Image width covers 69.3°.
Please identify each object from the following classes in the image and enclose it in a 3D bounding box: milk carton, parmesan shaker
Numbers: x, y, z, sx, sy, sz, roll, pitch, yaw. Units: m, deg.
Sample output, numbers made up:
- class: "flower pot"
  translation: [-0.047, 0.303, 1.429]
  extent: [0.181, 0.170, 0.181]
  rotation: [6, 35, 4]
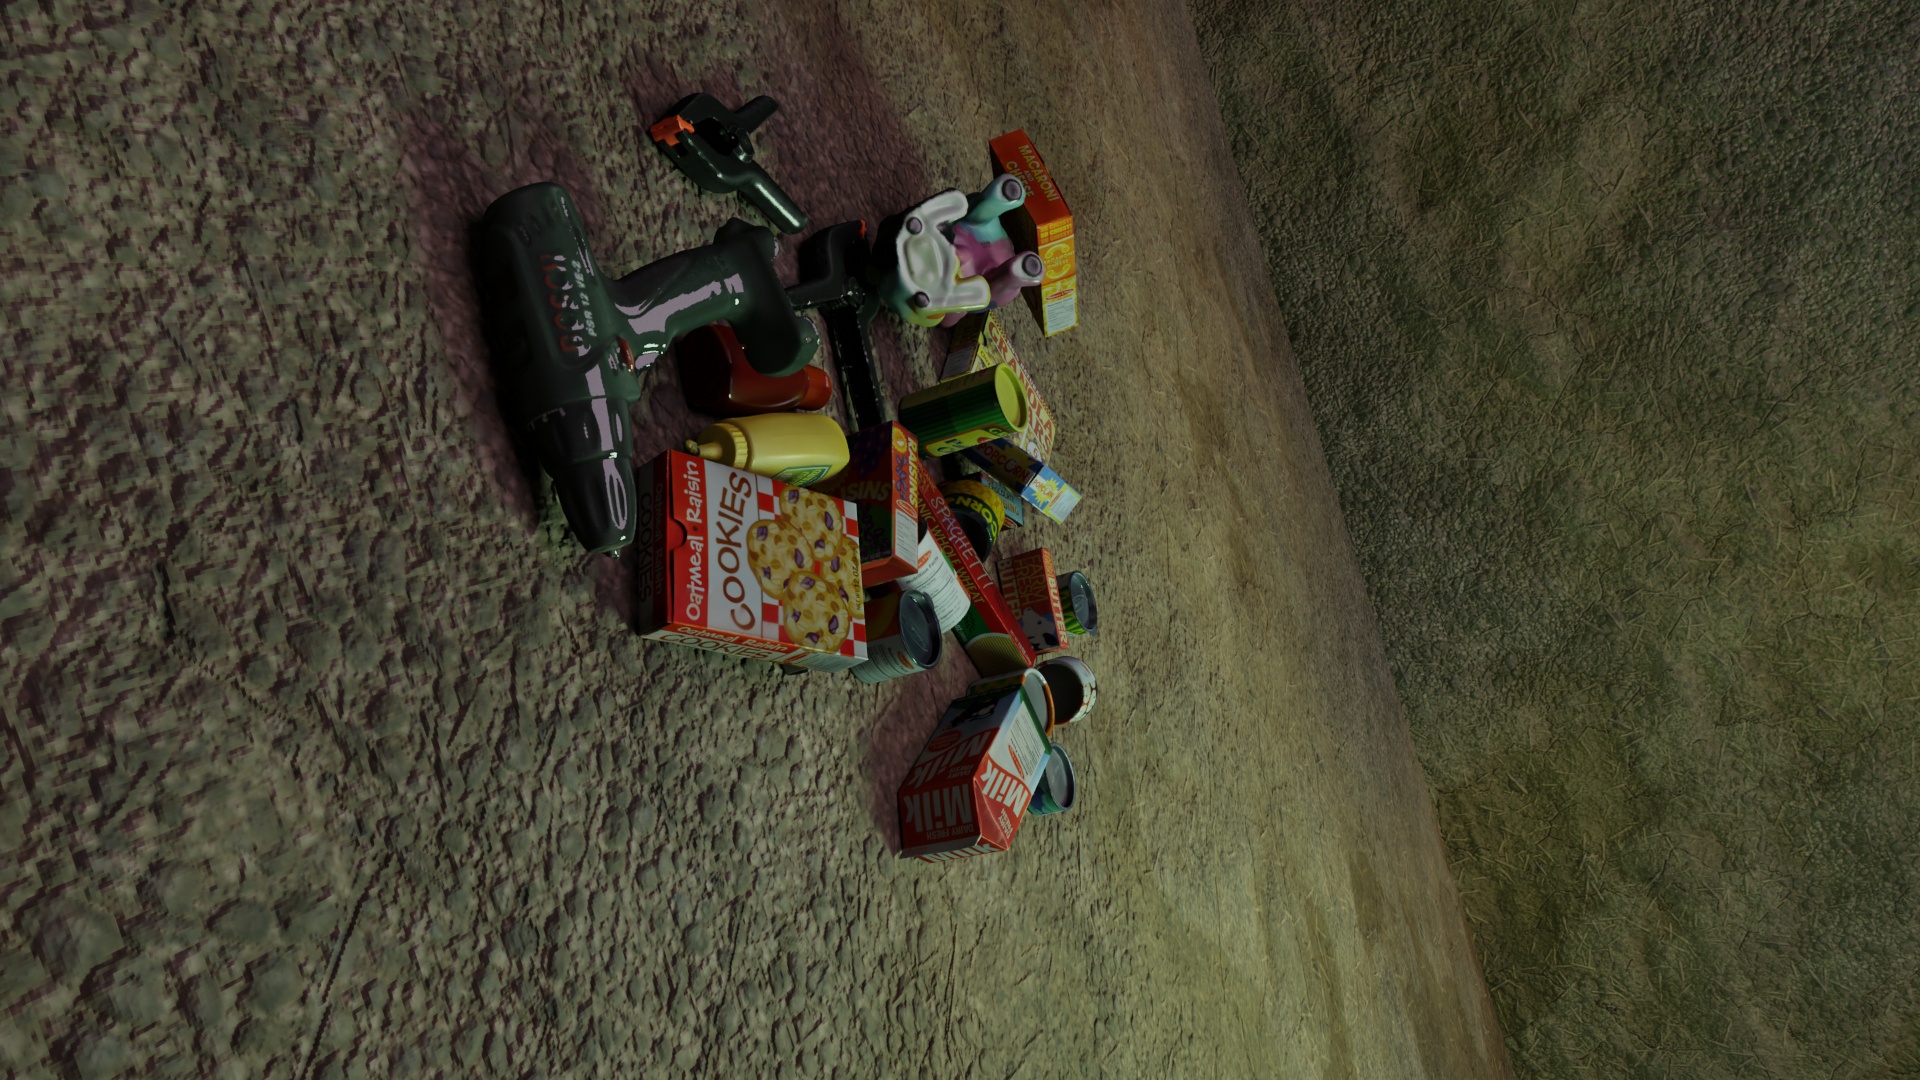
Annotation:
- class: "milk carton"
  translation: [0.010, 0.202, 1.154]
  extent: [0.073, 0.072, 0.191]
  rotation: [66, 26, -16]
- class: "parmesan shaker"
  translation: [0.004, -0.120, 1.297]
  extent: [0.071, 0.103, 0.071]
  rotation: [41, 41, -49]

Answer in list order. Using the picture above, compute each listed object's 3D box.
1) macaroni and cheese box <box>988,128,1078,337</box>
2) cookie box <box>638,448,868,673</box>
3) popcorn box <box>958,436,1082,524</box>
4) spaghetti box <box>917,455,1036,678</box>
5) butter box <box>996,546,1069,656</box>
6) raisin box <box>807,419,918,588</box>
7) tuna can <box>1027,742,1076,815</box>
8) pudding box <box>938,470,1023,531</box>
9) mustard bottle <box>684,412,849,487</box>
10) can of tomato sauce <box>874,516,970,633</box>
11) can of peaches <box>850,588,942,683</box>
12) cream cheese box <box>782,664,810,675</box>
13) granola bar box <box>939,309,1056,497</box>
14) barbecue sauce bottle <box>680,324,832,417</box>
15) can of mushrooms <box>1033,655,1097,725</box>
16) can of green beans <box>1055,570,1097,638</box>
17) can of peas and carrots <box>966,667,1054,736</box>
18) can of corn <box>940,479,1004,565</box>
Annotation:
- class: "macaroni and cheese box"
  translation: [0.073, -0.299, 1.362]
  extent: [0.165, 0.040, 0.124]
  rotation: [79, -11, -60]
- class: "cookie box"
  translation: [-0.141, 0.017, 0.954]
  extent: [0.167, 0.040, 0.123]
  rotation: [17, 59, -43]
- class: "popcorn box"
  translation: [0.048, -0.073, 1.349]
  extent: [0.127, 0.038, 0.085]
  rotation: [38, 2, 36]
- class: "spaghetti box"
  translation: [-0.009, 0.026, 1.246]
  extent: [0.249, 0.050, 0.029]
  rotation: [59, 28, -28]
- class: "butter box"
  translation: [0.072, 0.062, 1.381]
  extent: [0.024, 0.053, 0.103]
  rotation: [17, 60, -63]
- class: "raisin box"
  translation: [-0.077, -0.025, 1.097]
  extent: [0.040, 0.086, 0.124]
  rotation: [37, 44, -49]
- class: "tuna can"
  translation: [0.081, 0.226, 1.326]
  extent: [0.071, 0.033, 0.071]
  rotation: [42, 40, -48]
- class: "pudding box"
  translation: [0.020, -0.034, 1.339]
  extent: [0.083, 0.049, 0.030]
  rotation: [33, 48, -53]
- class: "mustard bottle"
  translation: [-0.147, -0.064, 1.012]
  extent: [0.160, 0.065, 0.049]
  rotation: [-6, 72, -59]
- class: "can of tomato sauce"
  translation: [-0.039, 0.031, 1.166]
  extent: [0.082, 0.071, 0.071]
  rotation: [59, 29, -28]
- class: "can of peaches"
  translation: [-0.055, 0.076, 1.114]
  extent: [0.071, 0.058, 0.071]
  rotation: [42, 39, -47]
- class: "cream cheese box"
  translation: [-0.127, 0.042, 1.028]
  extent: [0.053, 0.024, 0.103]
  rotation: [-42, 113, -60]
- class: "granola bar box"
  translation: [0.044, -0.146, 1.466]
  extent: [0.165, 0.039, 0.125]
  rotation: [57, 30, -32]
- class: "barbecue sauce bottle"
  translation: [-0.151, -0.123, 1.058]
  extent: [0.149, 0.043, 0.065]
  rotation: [2, 74, -64]
- class: "can of mushrooms"
  translation: [0.098, 0.150, 1.371]
  extent: [0.033, 0.071, 0.071]
  rotation: [1, 74, -64]
- class: "can of green beans"
  translation: [0.101, 0.069, 1.431]
  extent: [0.071, 0.057, 0.071]
  rotation: [42, 39, -48]
- class: "can of peas and carrots"
  translation: [0.047, 0.156, 1.269]
  extent: [0.071, 0.058, 0.071]
  rotation: [41, 41, -48]
- class: "can of corn"
  translation: [0.005, -0.016, 1.273]
  extent: [0.071, 0.071, 0.058]
  rotation: [63, 27, -22]
